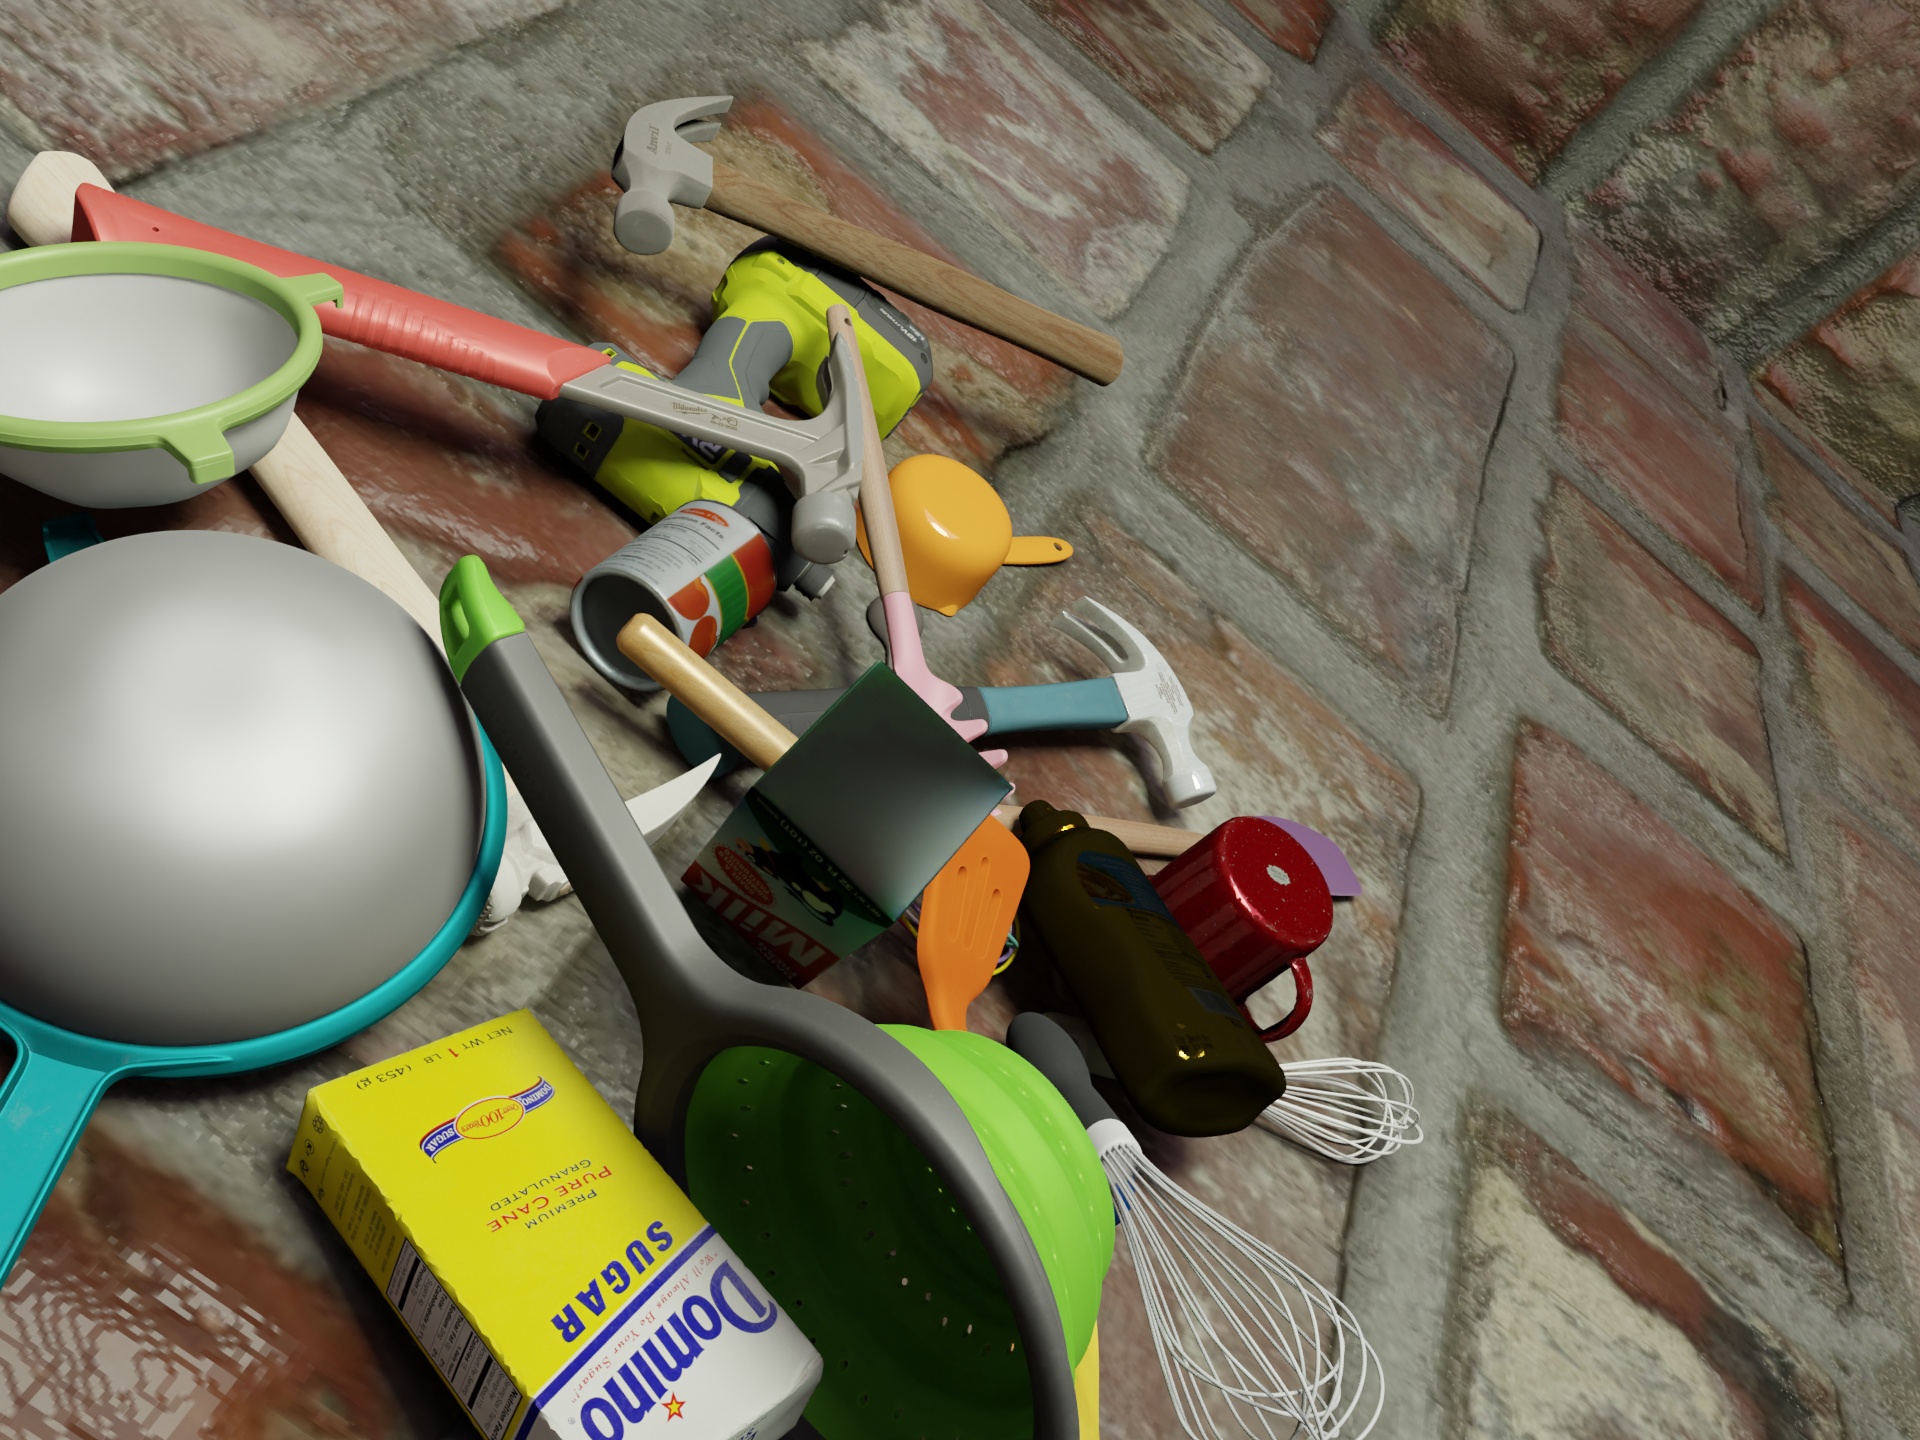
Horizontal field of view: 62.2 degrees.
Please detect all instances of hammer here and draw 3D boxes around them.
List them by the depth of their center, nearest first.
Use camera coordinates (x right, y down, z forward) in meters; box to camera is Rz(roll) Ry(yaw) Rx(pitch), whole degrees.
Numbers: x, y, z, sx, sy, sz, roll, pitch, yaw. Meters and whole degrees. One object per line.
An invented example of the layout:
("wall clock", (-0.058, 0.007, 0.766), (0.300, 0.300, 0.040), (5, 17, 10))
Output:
("hammer", (-0.276, -0.096, 0.706), (0.411, 0.038, 0.146), (50, 38, 8))
("hammer", (-0.214, -0.178, 0.745), (0.358, 0.036, 0.149), (14, 48, -23))
("hammer", (-0.001, -0.003, 0.846), (0.331, 0.033, 0.128), (-4, 67, -38))
("hammer", (-0.044, -0.269, 0.931), (0.331, 0.031, 0.130), (16, 50, -28))

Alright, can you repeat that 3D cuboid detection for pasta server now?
("pasta server", (-0.033, -0.091, 0.825), (0.060, 0.040, 0.316), (13, 56, -45))

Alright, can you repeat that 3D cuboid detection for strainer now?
("strainer", (-0.268, 0.057, 0.507), (0.211, 0.095, 0.341), (19, 50, -11))
("strainer", (-0.377, -0.128, 0.610), (0.256, 0.069, 0.152), (5, 40, -5))

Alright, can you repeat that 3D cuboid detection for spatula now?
("spatula", (0.018, 0.184, 0.640), (0.080, 0.041, 0.323), (39, 34, -49))
("spatula", (0.120, 0.068, 0.917), (0.315, 0.018, 0.060), (9, 44, -37))

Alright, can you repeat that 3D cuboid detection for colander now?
("colander", (-0.057, 0.105, 0.562), (0.094, 0.204, 0.397), (-23, 79, -43))

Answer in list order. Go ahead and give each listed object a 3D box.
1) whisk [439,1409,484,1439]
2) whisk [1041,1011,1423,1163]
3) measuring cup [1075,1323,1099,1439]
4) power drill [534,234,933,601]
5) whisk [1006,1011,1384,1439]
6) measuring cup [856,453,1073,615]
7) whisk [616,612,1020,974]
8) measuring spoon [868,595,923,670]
("whisk", (-0.164, 0.250, 0.488), (0.055, 0.055, 0.239), (43, 35, -2))
("whisk", (0.140, 0.185, 0.815), (0.246, 0.058, 0.059), (18, 11, -24))
("measuring cup", (0.041, 0.287, 0.657), (0.062, 0.029, 0.157), (30, 29, -17))
("power drill", (-0.108, -0.170, 0.888), (0.171, 0.080, 0.223), (38, 43, -7))
("whisk", (0.071, 0.189, 0.626), (0.070, 0.070, 0.285), (23, 9, -24))
("measuring cup", (0.019, -0.118, 0.965), (0.173, 0.052, 0.095), (-6, 60, -41))
("whisk", (-0.062, 0.038, 0.737), (0.244, 0.047, 0.051), (41, -1, -16))
("measuring spoon", (-0.028, -0.023, 0.868), (0.034, 0.018, 0.124), (16, 48, -31))
